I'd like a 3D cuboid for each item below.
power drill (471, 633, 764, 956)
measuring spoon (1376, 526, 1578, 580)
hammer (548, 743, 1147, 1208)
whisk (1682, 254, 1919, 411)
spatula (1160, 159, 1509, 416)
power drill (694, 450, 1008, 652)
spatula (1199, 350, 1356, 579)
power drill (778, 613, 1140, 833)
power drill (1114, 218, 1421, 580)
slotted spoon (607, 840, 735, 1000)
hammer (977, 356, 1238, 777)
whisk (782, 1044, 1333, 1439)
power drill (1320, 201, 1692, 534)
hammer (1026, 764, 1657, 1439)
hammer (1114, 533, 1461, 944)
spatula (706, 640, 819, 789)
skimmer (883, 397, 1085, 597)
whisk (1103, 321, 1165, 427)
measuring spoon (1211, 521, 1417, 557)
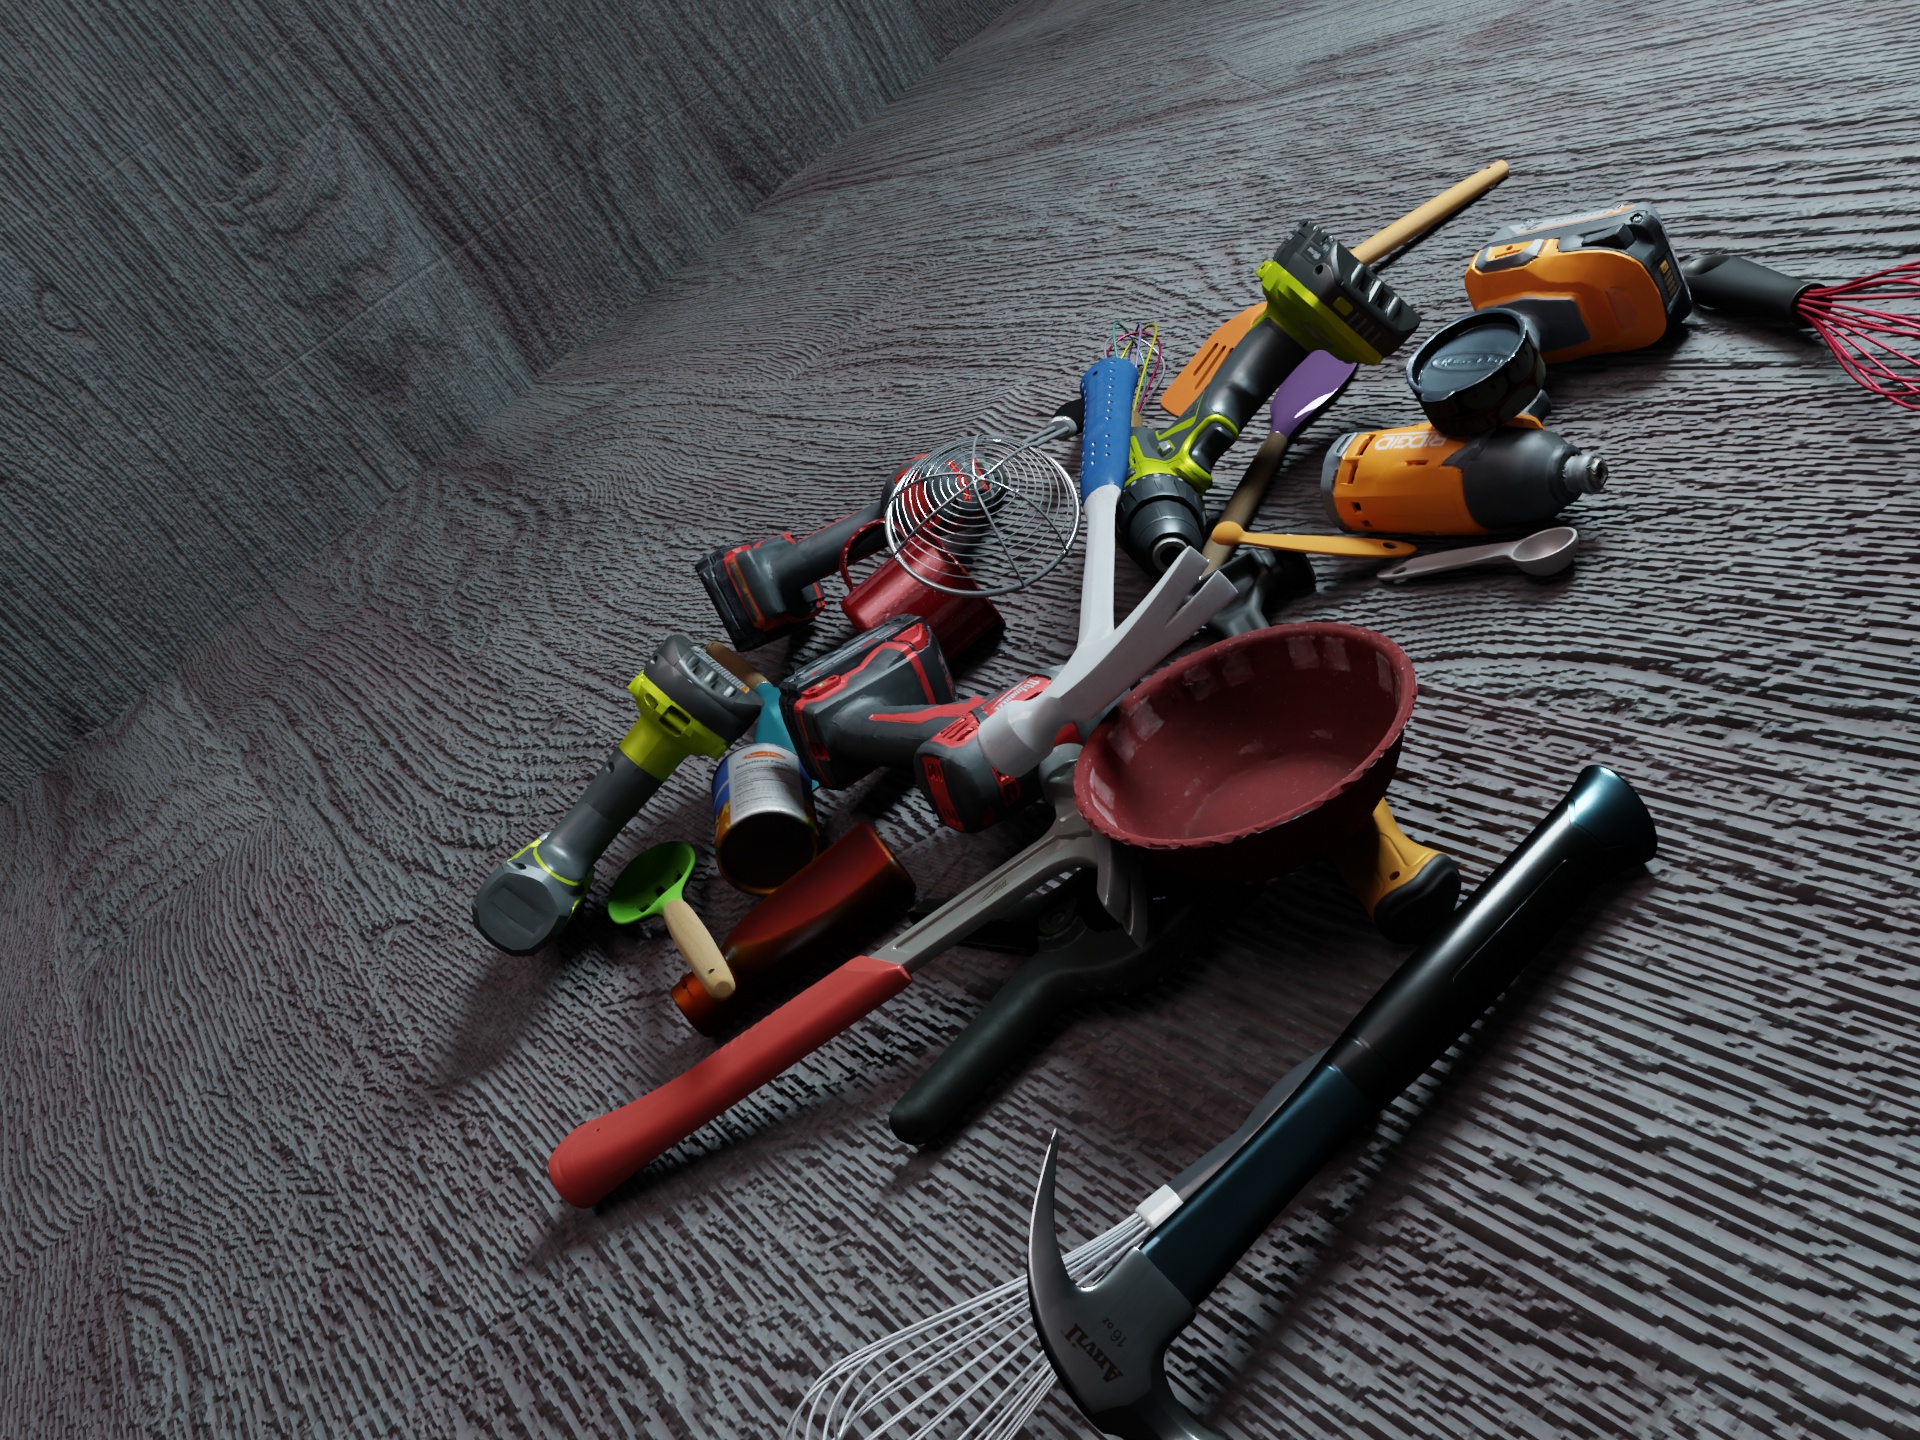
[{"bbox_3d":[-0.234,0.051,1.083,0.223,0.080,0.171,-51,6,-1],"label":"power drill"},{"bbox_3d":[0.279,-0.083,0.862,0.034,0.018,0.124,-41,20,-31],"label":"measuring spoon"},{"bbox_3d":[-0.066,0.150,0.797,0.359,0.036,0.149,-36,25,14],"label":"hammer"},{"bbox_3d":[0.455,-0.214,0.829,0.073,0.073,0.296,-31,22,8],"label":"whisk"},{"bbox_3d":[0.293,-0.337,1.229,0.322,0.041,0.081,-33,27,-5],"label":"spatula"},{"bbox_3d":[-0.071,-0.143,1.234,0.226,0.080,0.188,-25,4,21],"label":"power drill"},{"bbox_3d":[0.207,-0.174,1.071,0.060,0.018,0.316,-7,38,41],"label":"spatula"},{"bbox_3d":[-0.001,-0.003,0.943,0.143,0.078,0.220,-32,23,-26],"label":"power drill"},{"bbox_3d":[0.176,-0.194,1.006,0.228,0.080,0.191,-48,16,19],"label":"power drill"},{"bbox_3d":[-0.168,0.121,0.947,0.070,0.031,0.314,-43,16,-10],"label":"slotted spoon"},{"bbox_3d":[0.087,-0.125,0.921,0.144,0.035,0.406,-39,21,27],"label":"hammer"},{"bbox_3d":[0.055,0.212,0.607,0.284,0.070,0.070,-35,27,-11],"label":"whisk"},{"bbox_3d":[0.327,-0.194,0.911,0.164,0.084,0.226,9,55,52],"label":"power drill"},{"bbox_3d":[0.156,0.131,0.600,0.331,0.033,0.128,-39,65,-20],"label":"hammer"},{"bbox_3d":[0.167,0.006,0.818,0.127,0.034,0.337,-29,29,9],"label":"hammer"},{"bbox_3d":[-0.151,-0.018,1.215,0.082,0.044,0.318,-39,24,-8],"label":"spatula"},{"bbox_3d":[0.053,-0.174,1.143,0.127,0.090,0.363,13,21,14],"label":"skimmer"},{"bbox_3d":[0.133,-0.248,1.241,0.047,0.051,0.245,-16,36,21],"label":"whisk"},{"bbox_3d":[0.203,-0.105,0.917,0.117,0.011,0.021,7,34,16],"label":"measuring spoon"}]
